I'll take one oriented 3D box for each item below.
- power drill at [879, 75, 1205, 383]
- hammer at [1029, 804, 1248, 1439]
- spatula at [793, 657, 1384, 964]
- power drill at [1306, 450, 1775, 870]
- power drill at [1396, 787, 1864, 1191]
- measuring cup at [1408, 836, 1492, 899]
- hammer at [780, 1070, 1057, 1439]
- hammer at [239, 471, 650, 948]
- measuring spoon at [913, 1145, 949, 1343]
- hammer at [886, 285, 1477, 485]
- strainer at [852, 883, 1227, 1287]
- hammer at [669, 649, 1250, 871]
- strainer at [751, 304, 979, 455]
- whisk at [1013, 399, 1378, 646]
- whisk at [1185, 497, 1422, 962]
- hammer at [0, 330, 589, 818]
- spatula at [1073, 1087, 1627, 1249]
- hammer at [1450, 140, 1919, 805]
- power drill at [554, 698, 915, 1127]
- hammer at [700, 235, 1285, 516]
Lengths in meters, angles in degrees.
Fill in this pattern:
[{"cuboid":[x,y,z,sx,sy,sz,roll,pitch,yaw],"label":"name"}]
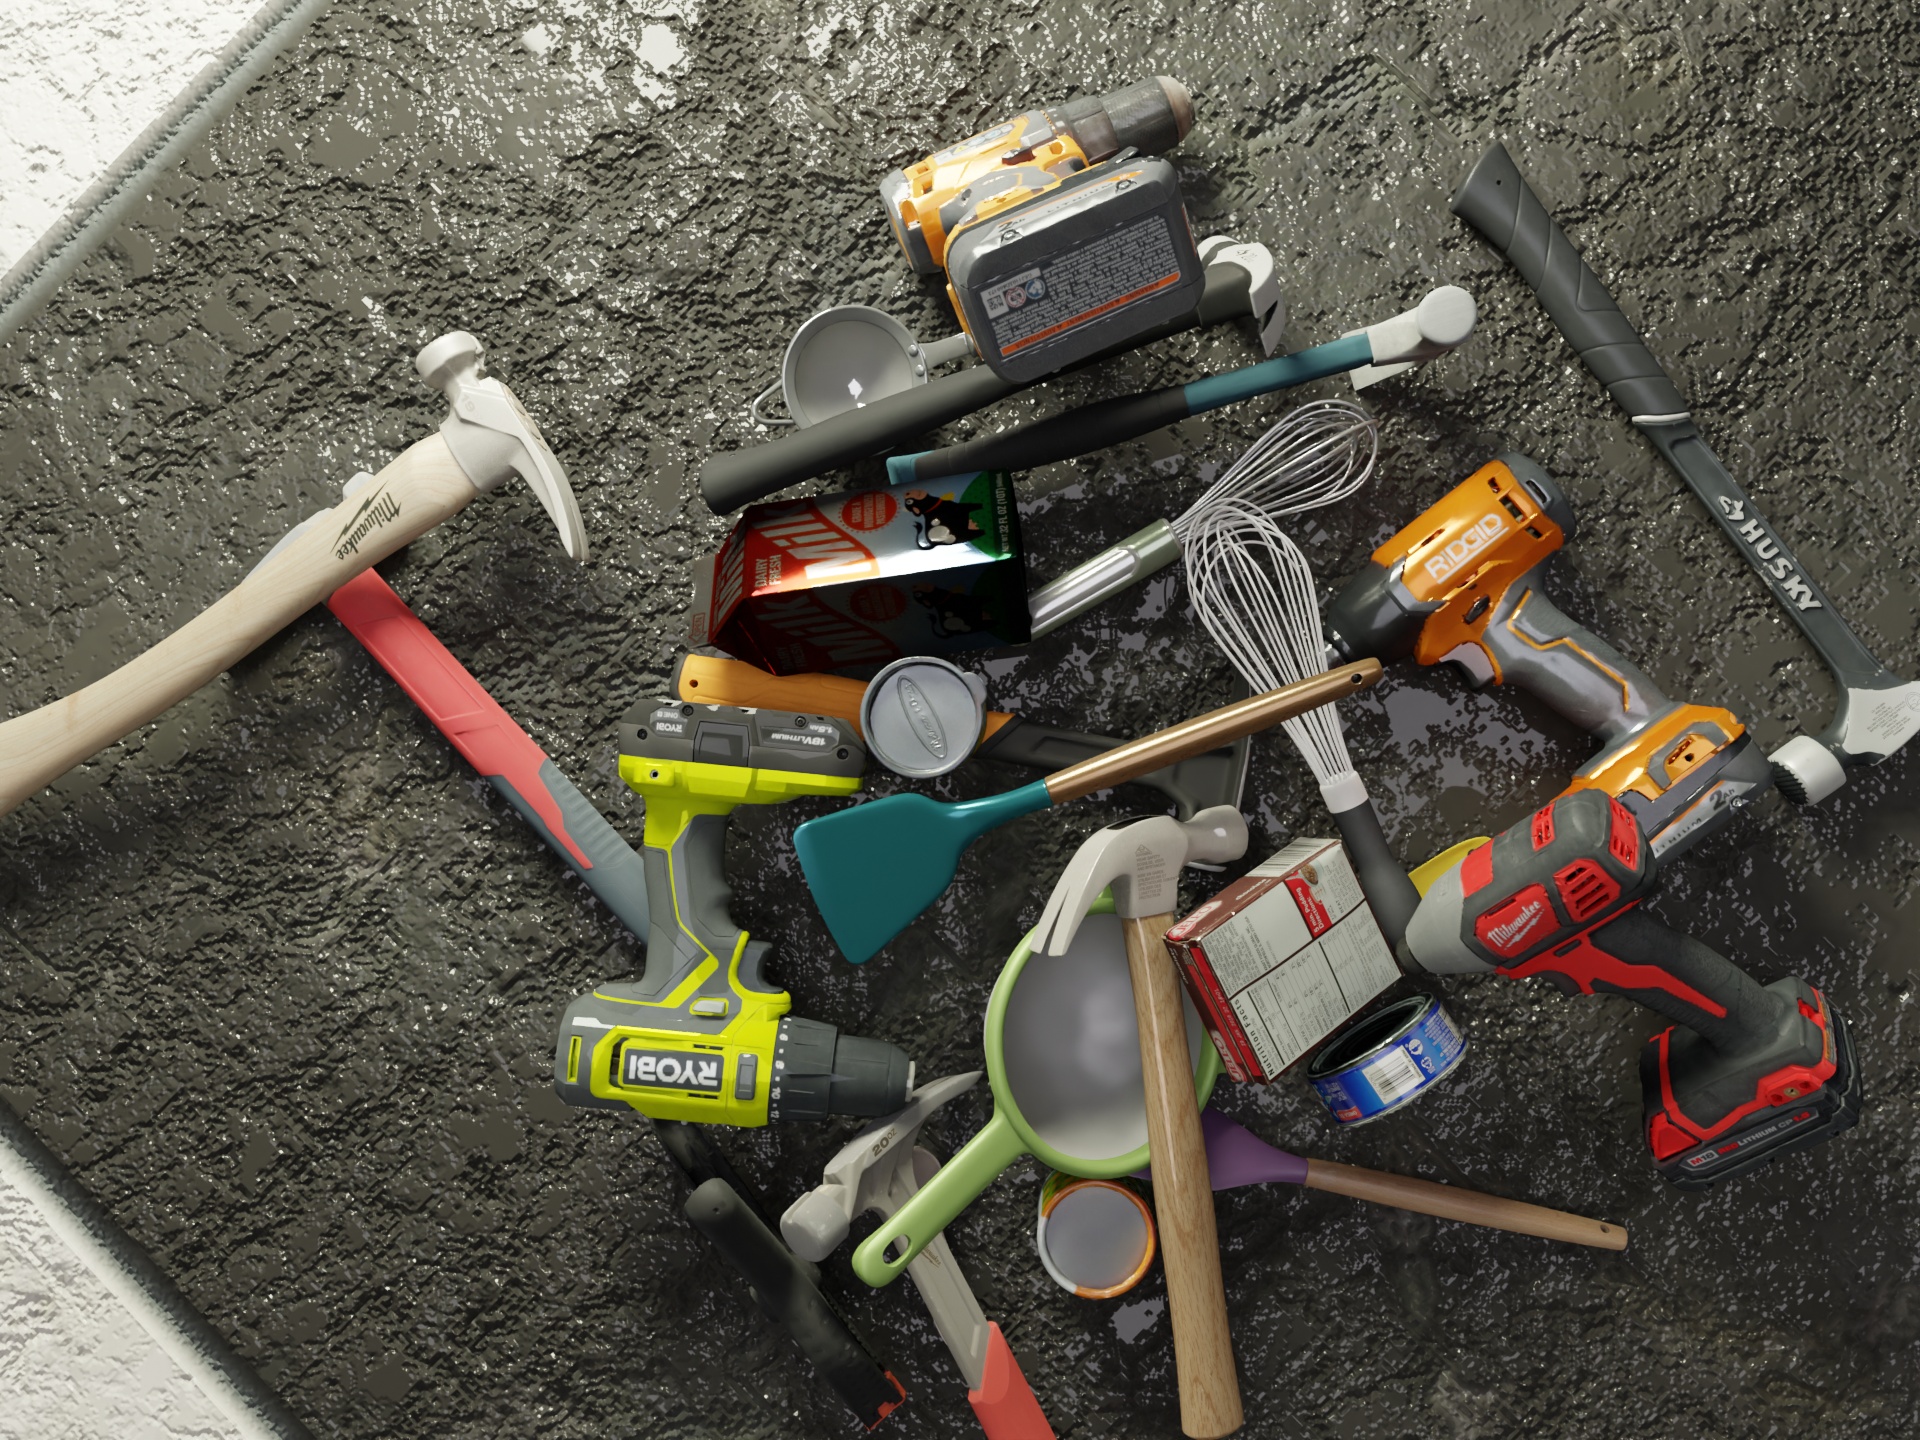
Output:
[{"cuboid":[0.061,-0.276,0.850,0.185,0.226,0.084,-23,124,2],"label":"power drill"},{"cuboid":[0.113,0.217,0.851,0.130,0.031,0.331,-7,90,-28],"label":"hammer"},{"cuboid":[0.072,0.033,0.834,0.317,0.044,0.082,-22,100,6],"label":"spatula"},{"cuboid":[0.312,-0.015,0.882,0.164,0.084,0.226,-38,82,4],"label":"power drill"},{"cuboid":[0.343,0.141,0.829,0.219,0.079,0.143,39,129,-10],"label":"power drill"},{"cuboid":[0.238,0.108,0.912,0.156,0.029,0.062,-29,91,-10],"label":"measuring cup"},{"cuboid":[0.034,0.382,0.884,0.037,0.149,0.359,-22,98,45],"label":"hammer"},{"cuboid":[-0.272,0.039,0.937,0.143,0.038,0.386,-44,86,2],"label":"hammer"},{"cuboid":[-0.016,0.305,0.924,0.034,0.018,0.124,-14,94,1],"label":"measuring spoon"},{"cuboid":[0.114,-0.176,0.891,0.331,0.128,0.033,-14,94,12],"label":"hammer"},{"cuboid":[0.030,0.204,0.866,0.256,0.069,0.151,-40,105,-22],"label":"strainer"},{"cuboid":[-0.001,-0.003,0.923,0.337,0.034,0.127,10,89,4],"label":"hammer"},{"cuboid":[0.002,-0.218,0.929,0.258,0.050,0.087,-19,103,-3],"label":"strainer"},{"cuboid":[0.129,-0.109,0.912,0.246,0.059,0.058,-30,85,7],"label":"whisk"},{"cuboid":[0.198,0.010,0.871,0.070,0.070,0.284,-26,96,2],"label":"whisk"},{"cuboid":[-0.410,-0.049,0.916,0.410,0.038,0.146,-33,88,5],"label":"hammer"},{"cuboid":[0.219,0.258,0.898,0.316,0.018,0.060,12,44,1],"label":"spatula"},{"cuboid":[0.414,-0.159,0.901,0.149,0.036,0.409,-35,86,1],"label":"hammer"},{"cuboid":[-0.113,0.108,0.870,0.190,0.080,0.228,6,89,-2],"label":"power drill"},{"cuboid":[0.016,-0.182,0.868,0.335,0.146,0.035,-20,116,3],"label":"hammer"}]
